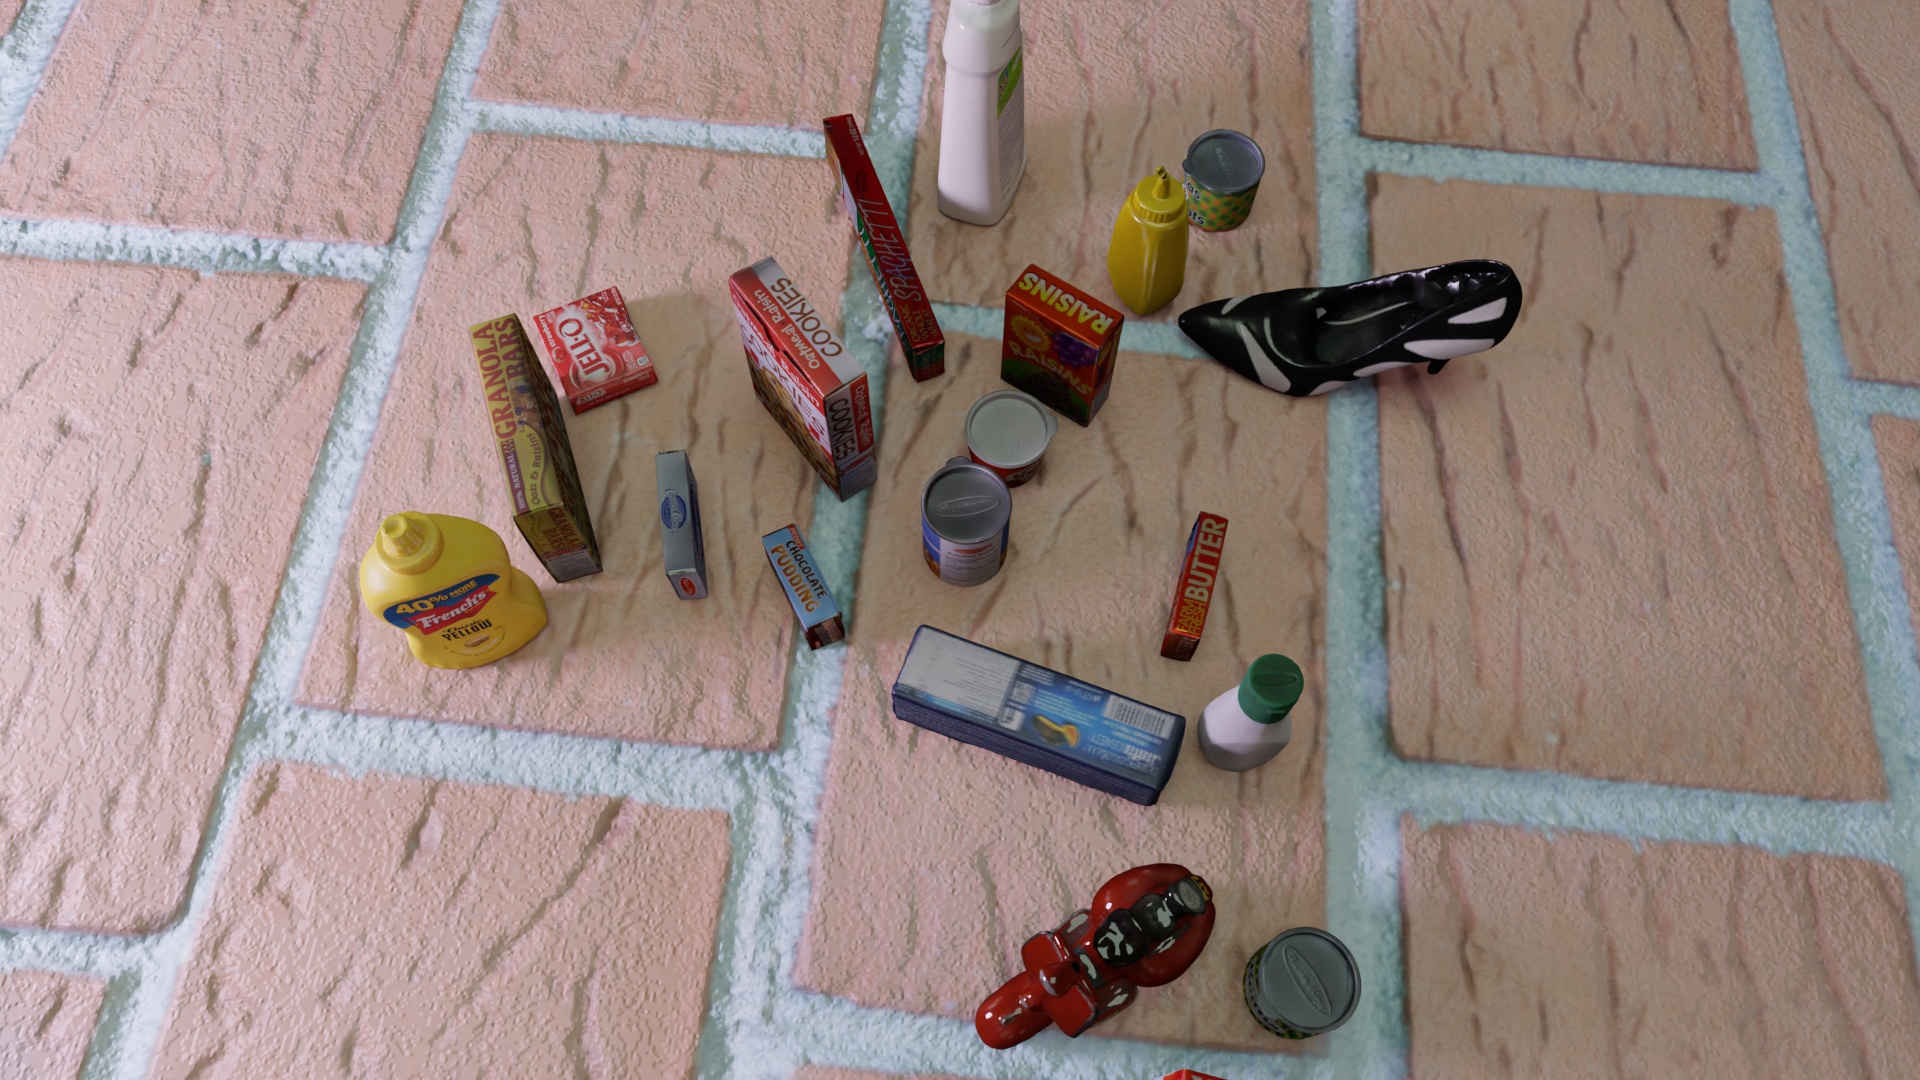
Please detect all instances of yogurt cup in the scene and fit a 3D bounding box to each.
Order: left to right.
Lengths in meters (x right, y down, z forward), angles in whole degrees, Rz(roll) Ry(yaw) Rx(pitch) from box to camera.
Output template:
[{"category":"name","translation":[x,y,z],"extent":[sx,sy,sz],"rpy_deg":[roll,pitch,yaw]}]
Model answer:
[{"category":"yogurt cup","translation":[0.037,-0.076,1.086],"extent":[0.072,0.053,0.072],"rpy_deg":[0,66,-1]}]

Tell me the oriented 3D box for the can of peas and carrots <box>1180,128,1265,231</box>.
[{"category":"can of peas and carrots","translation":[0.220,-0.307,1.192],"extent":[0.071,0.058,0.071],"rpy_deg":[0,66,-1]}]

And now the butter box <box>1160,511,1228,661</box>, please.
[{"category":"butter box","translation":[0.175,0.035,1.037],"extent":[0.024,0.053,0.104],"rpy_deg":[15,66,6]}]

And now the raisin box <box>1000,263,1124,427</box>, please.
[{"category":"raisin box","translation":[0.076,-0.150,1.082],"extent":[0.086,0.123,0.040],"rpy_deg":[33,70,13]}]

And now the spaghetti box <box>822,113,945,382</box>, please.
[{"category":"spaghetti box","translation":[-0.065,-0.248,1.165],"extent":[0.029,0.050,0.251],"rpy_deg":[-18,67,-8]}]

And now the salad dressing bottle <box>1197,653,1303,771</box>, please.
[{"category":"salad dressing bottle","translation":[0.200,0.118,0.948],"extent":[0.064,0.147,0.044],"rpy_deg":[-1,66,-1]}]

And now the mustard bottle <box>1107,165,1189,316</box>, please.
[{"category":"mustard bottle","translation":[0.154,-0.244,1.106],"extent":[0.049,0.159,0.065],"rpy_deg":[-29,69,-13]}]

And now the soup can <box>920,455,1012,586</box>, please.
[{"category":"soup can","translation":[0.004,-0.013,1.040],"extent":[0.071,0.083,0.071],"rpy_deg":[0,66,-1]}]

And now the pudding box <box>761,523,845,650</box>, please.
[{"category":"pudding box","translation":[-0.116,0.035,1.035],"extent":[0.030,0.049,0.084],"rpy_deg":[-24,68,-11]}]

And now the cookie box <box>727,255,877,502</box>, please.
[{"category":"cookie box","translation":[-0.116,-0.116,1.040],"extent":[0.040,0.166,0.123],"rpy_deg":[-34,71,-15]}]

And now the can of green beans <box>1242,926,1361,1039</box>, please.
[{"category":"can of green beans","translation":[0.224,0.293,0.917],"extent":[0.071,0.057,0.071],"rpy_deg":[0,66,-1]}]

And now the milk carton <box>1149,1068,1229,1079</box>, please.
[{"category":"milk carton","translation":[0.151,0.358,0.814],"extent":[0.072,0.189,0.074],"rpy_deg":[13,66,5]}]

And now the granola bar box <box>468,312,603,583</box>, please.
[{"category":"granola bar box","translation":[-0.317,-0.066,1.037],"extent":[0.039,0.123,0.166],"rpy_deg":[-17,67,-8]}]

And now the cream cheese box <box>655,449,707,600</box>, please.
[{"category":"cream cheese box","translation":[-0.211,-0.011,1.053],"extent":[0.024,0.053,0.104],"rpy_deg":[-9,66,-5]}]
